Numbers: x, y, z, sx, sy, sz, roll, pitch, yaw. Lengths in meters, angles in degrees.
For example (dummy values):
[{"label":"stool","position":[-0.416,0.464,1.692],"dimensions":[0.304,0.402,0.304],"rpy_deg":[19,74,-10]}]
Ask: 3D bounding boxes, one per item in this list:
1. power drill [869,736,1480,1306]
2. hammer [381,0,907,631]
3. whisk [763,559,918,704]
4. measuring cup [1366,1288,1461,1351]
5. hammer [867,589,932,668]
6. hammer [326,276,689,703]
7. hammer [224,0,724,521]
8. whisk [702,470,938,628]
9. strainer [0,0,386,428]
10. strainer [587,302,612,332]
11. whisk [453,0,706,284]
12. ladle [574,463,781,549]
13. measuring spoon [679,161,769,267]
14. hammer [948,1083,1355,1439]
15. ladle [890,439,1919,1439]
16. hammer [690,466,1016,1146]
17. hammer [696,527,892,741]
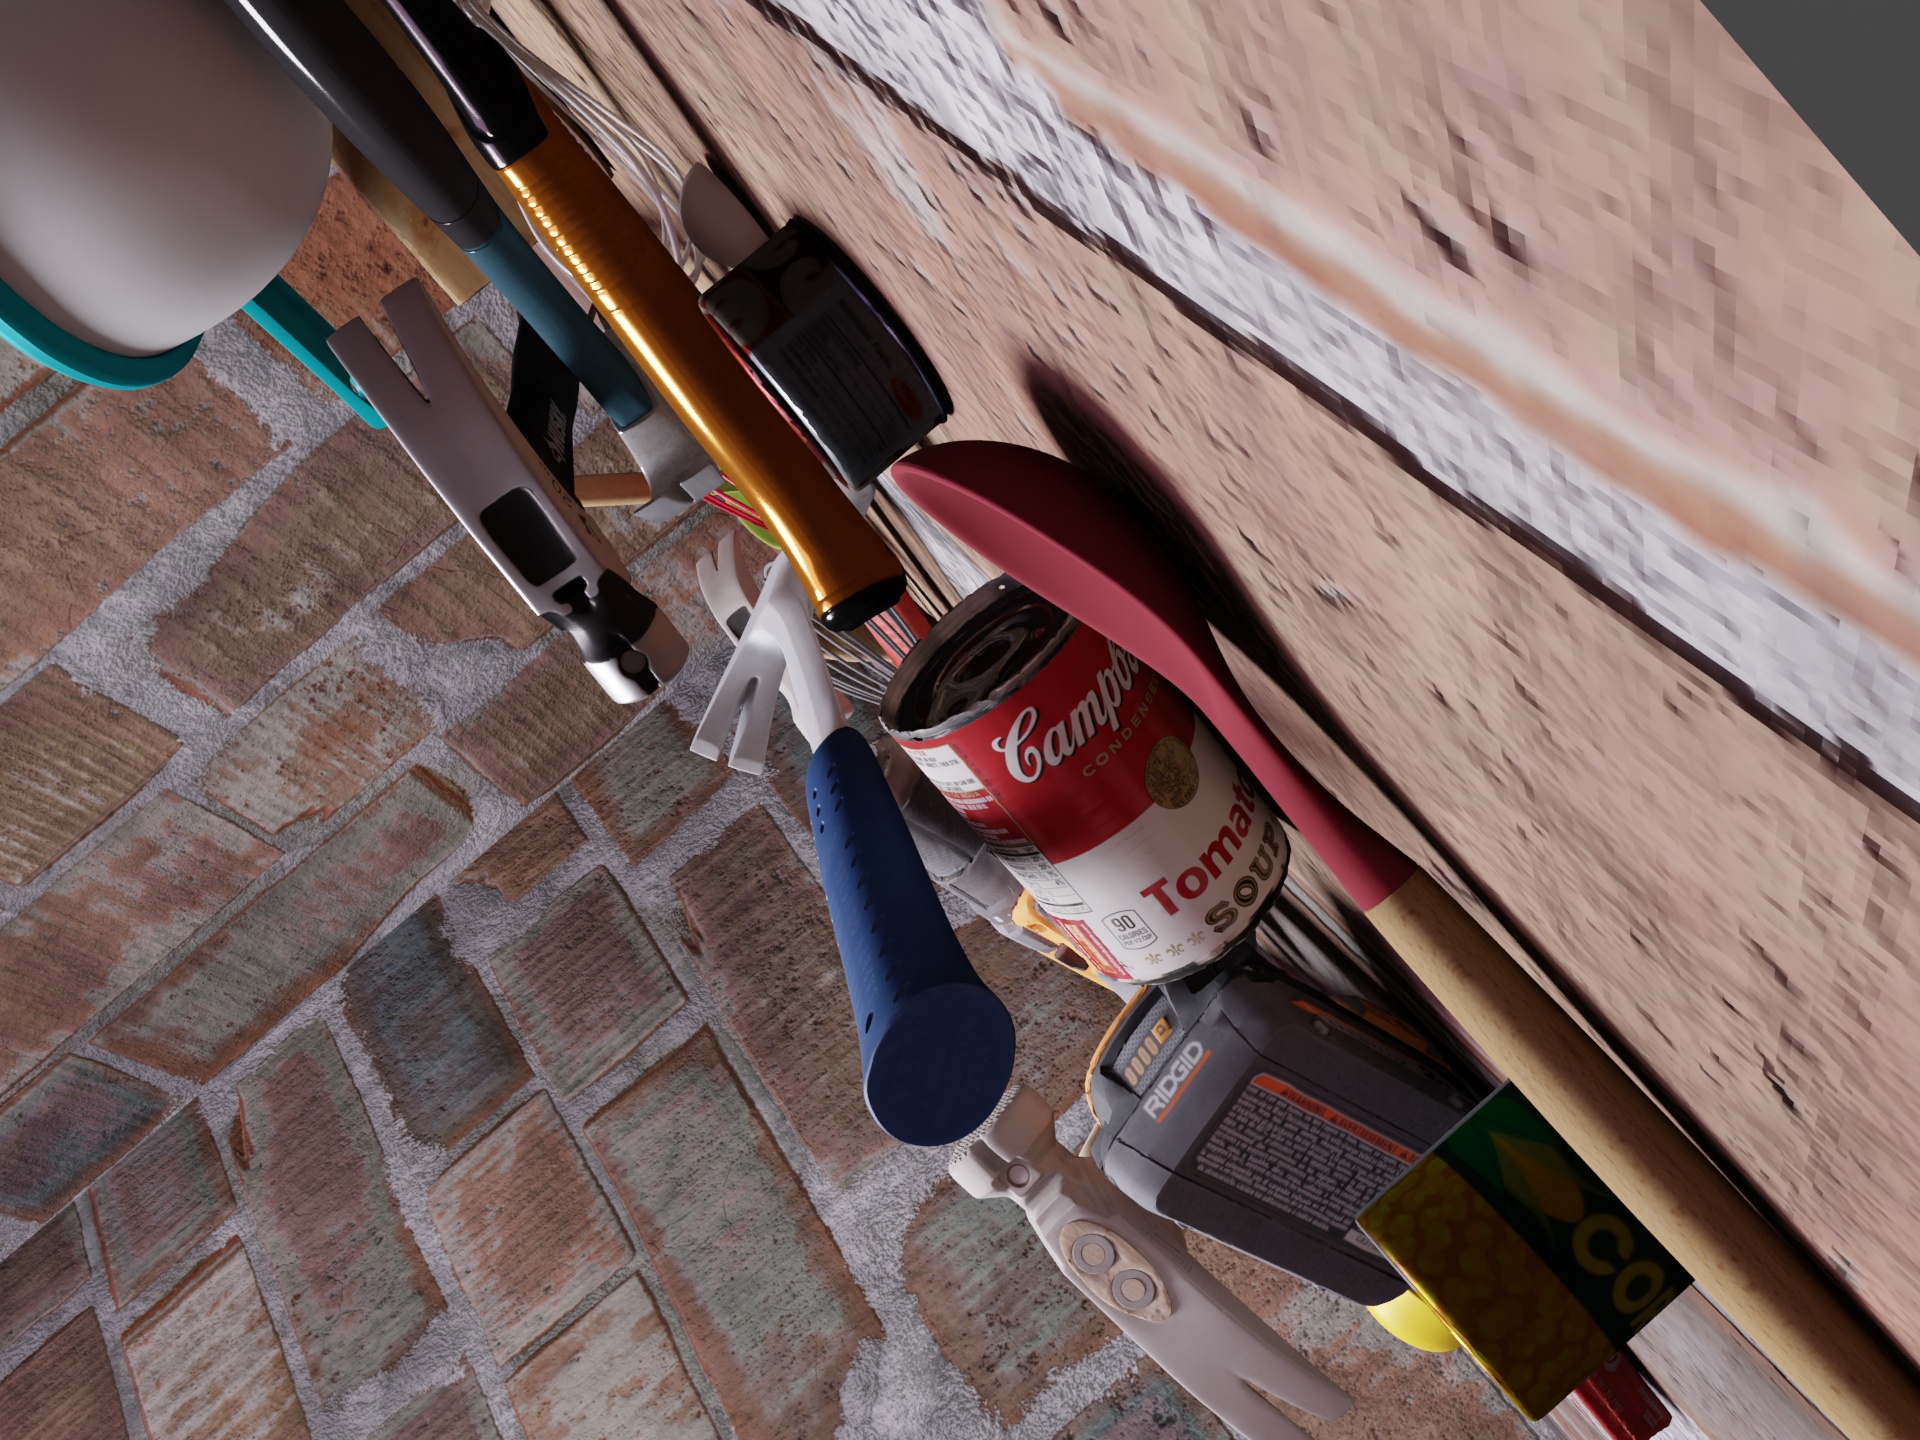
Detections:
[{"label":"power drill","position":[0.058,0.085,0.558],"dimensions":[0.185,0.084,0.226],"rpy_deg":[31,-172,-25]},{"label":"hammer","position":[-0.113,-0.151,0.435],"dimensions":[0.336,0.034,0.127],"rpy_deg":[53,-167,-36]},{"label":"whisk","position":[0.000,-0.003,0.785],"dimensions":[0.238,0.055,0.055],"rpy_deg":[36,-179,-15]},{"label":"measuring cup","position":[0.184,0.227,0.740],"dimensions":[0.062,0.029,0.157],"rpy_deg":[12,-157,-30]},{"label":"hammer","position":[-0.018,-0.022,0.876],"dimensions":[0.149,0.037,0.358],"rpy_deg":[17,152,42]},{"label":"hammer","position":[-0.172,-0.132,0.642],"dimensions":[0.146,0.035,0.335],"rpy_deg":[55,-175,-28]},{"label":"hammer","position":[-0.168,-0.174,0.520],"dimensions":[0.128,0.033,0.330],"rpy_deg":[59,-176,32]},{"label":"whisk","position":[-0.084,-0.108,0.902],"dimensions":[0.295,0.073,0.073],"rpy_deg":[43,180,-19]},{"label":"strainer","position":[-0.253,-0.200,0.561],"dimensions":[0.340,0.095,0.211],"rpy_deg":[61,-166,-70]},{"label":"strainer","position":[-0.186,-0.242,0.833],"dimensions":[0.259,0.050,0.086],"rpy_deg":[-124,16,-56]},{"label":"whisk","position":[-0.163,-0.229,0.529],"dimensions":[0.246,0.058,0.059],"rpy_deg":[53,148,11]},{"label":"ladle","position":[-0.170,-0.128,0.931],"dimensions":[0.078,0.062,0.320],"rpy_deg":[46,-161,6]},{"label":"measuring spoon","position":[-0.057,-0.127,0.503],"dimensions":[0.034,0.018,0.124],"rpy_deg":[48,178,30]},{"label":"hammer","position":[0.098,0.156,0.693],"dimensions":[0.146,0.038,0.410],"rpy_deg":[41,-167,4]},{"label":"ladle","position":[0.103,0.053,0.314],"dimensions":[0.315,0.031,0.069],"rpy_deg":[47,180,7]},{"label":"hammer","position":[-0.045,0.016,0.547],"dimensions":[0.035,0.144,0.406],"rpy_deg":[20,-165,-18]},{"label":"hammer","position":[-0.080,-0.054,1.004],"dimensions":[0.130,0.031,0.331],"rpy_deg":[52,-170,5]}]
